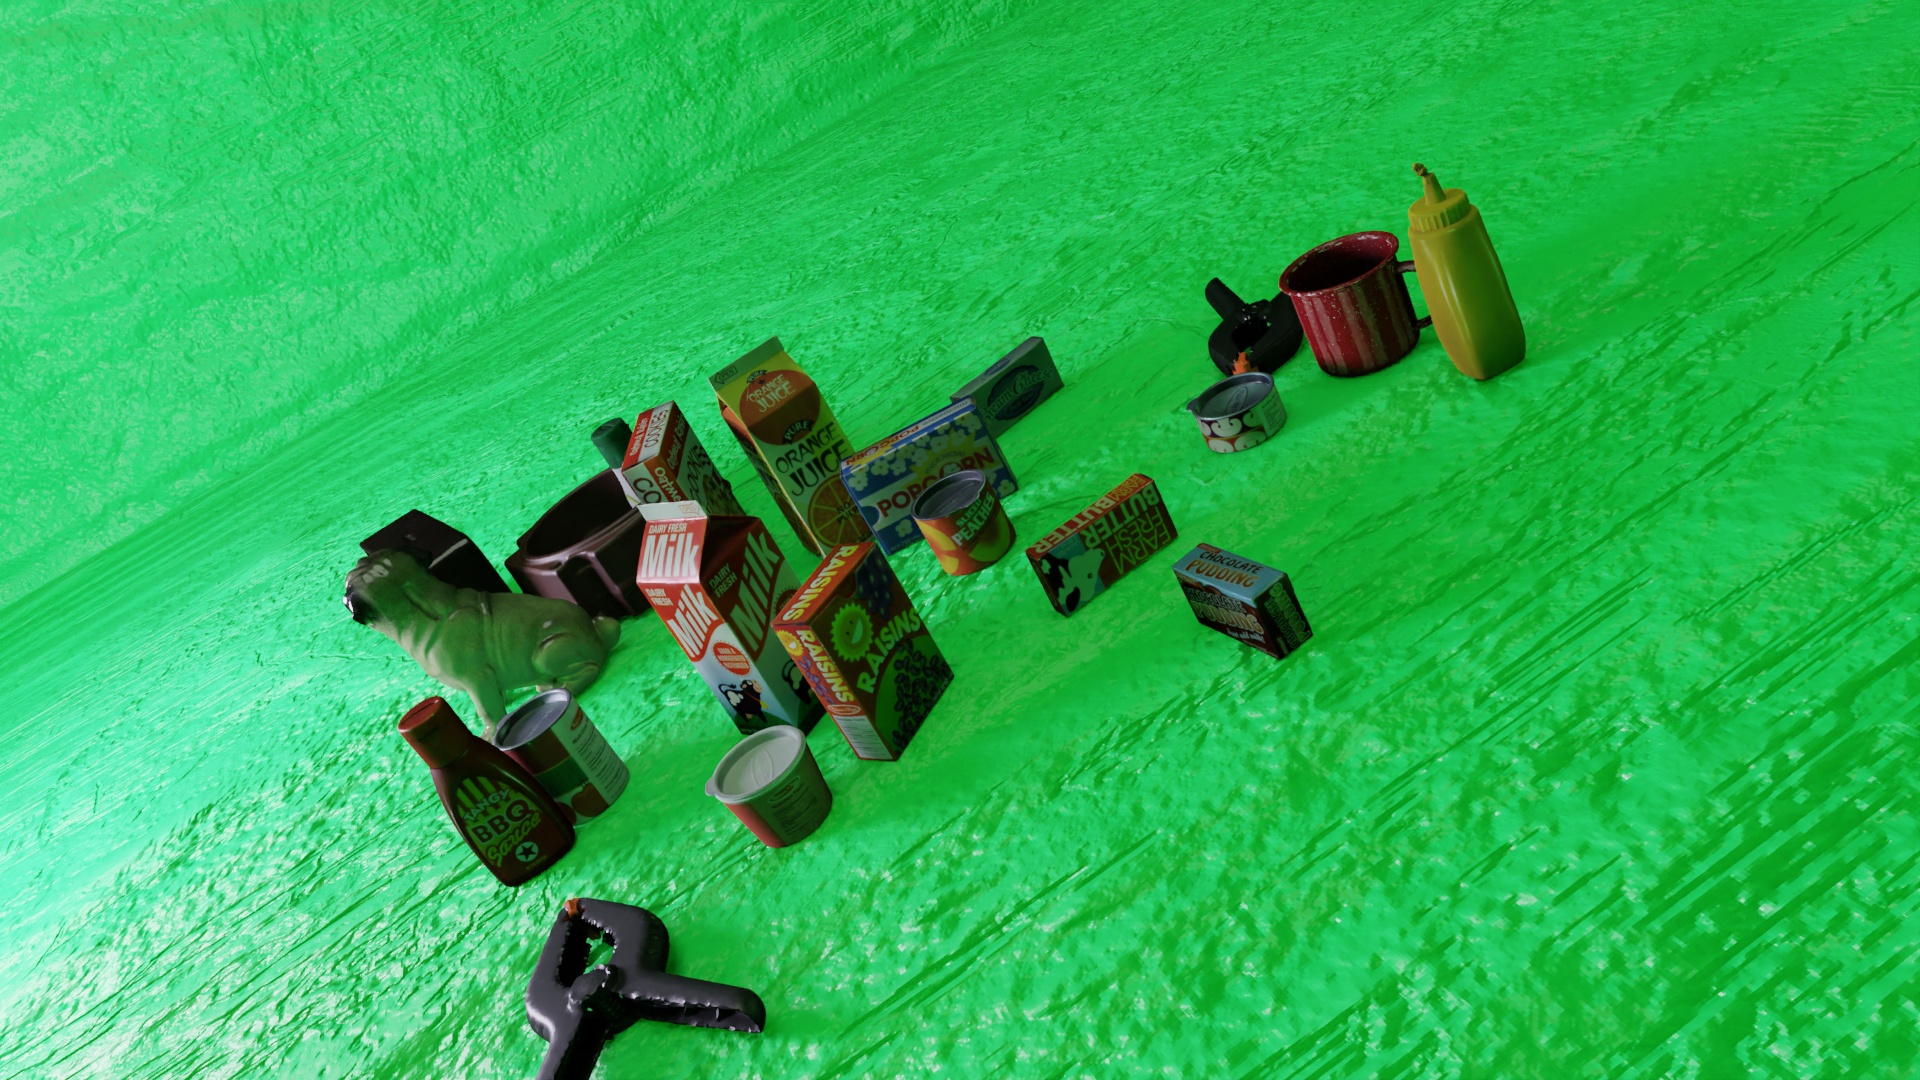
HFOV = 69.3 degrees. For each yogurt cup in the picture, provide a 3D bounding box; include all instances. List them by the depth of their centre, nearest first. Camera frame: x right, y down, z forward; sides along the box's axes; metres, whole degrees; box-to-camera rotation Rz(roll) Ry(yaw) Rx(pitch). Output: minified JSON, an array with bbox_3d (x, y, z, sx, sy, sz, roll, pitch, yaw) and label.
[{"bbox_3d":[-0.119,0.162,0.904,0.072,0.053,0.073,-23,27,12],"label":"yogurt cup"}]

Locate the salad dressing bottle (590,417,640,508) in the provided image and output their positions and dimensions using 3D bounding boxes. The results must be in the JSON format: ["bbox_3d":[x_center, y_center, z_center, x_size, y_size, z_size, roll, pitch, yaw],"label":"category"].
[{"bbox_3d":[-0.307,-0.051,1.360,0.044,0.147,0.064,-42,29,-25],"label":"salad dressing bottle"}]

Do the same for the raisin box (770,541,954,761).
[{"bbox_3d":[-0.063,0.074,0.927,0.040,0.123,0.086,-5,35,40],"label":"raisin box"}]

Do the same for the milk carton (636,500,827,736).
[{"bbox_3d":[-0.160,0.048,0.992,0.072,0.190,0.074,-4,36,41],"label":"milk carton"}]

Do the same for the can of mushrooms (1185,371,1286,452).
[{"bbox_3d":[0.212,-0.098,1.065,0.071,0.033,0.071,-23,27,12],"label":"can of mushrooms"}]

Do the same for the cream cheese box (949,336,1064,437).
[{"bbox_3d":[0.044,-0.138,1.277,0.104,0.053,0.024,-38,27,-18],"label":"cream cheese box"}]

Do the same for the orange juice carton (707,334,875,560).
[{"bbox_3d":[-0.140,-0.078,1.194,0.072,0.192,0.073,-36,27,-14],"label":"orange juice carton"}]

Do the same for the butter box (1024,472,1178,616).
[{"bbox_3d":[0.100,0.002,0.974,0.104,0.053,0.024,-35,27,-12],"label":"butter box"}]

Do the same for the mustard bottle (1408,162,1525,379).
[{"bbox_3d":[0.343,-0.190,0.957,0.049,0.159,0.065,-27,26,5],"label":"mustard bottle"}]

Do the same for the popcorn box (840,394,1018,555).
[{"bbox_3d":[-0.026,-0.055,1.162,0.127,0.085,0.038,-27,26,4],"label":"popcorn box"}]

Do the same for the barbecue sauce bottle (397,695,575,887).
[{"bbox_3d":[-0.340,0.176,0.989,0.065,0.148,0.044,-33,26,-8],"label":"barbecue sauce bottle"}]

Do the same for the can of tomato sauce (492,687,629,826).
[{"bbox_3d":[-0.301,0.164,1.045,0.071,0.083,0.071,-23,27,12],"label":"can of tomato sauce"}]

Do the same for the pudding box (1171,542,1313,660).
[{"bbox_3d":[0.171,0.035,0.849,0.030,0.049,0.084,-37,27,-15],"label":"pudding box"}]

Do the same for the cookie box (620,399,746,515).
[{"bbox_3d":[-0.233,-0.027,1.222,0.040,0.167,0.123,-26,26,7],"label":"cookie box"}]

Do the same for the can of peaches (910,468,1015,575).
[{"bbox_3d":[0.004,-0.014,1.091,0.071,0.058,0.071,-23,27,12],"label":"can of peaches"}]
